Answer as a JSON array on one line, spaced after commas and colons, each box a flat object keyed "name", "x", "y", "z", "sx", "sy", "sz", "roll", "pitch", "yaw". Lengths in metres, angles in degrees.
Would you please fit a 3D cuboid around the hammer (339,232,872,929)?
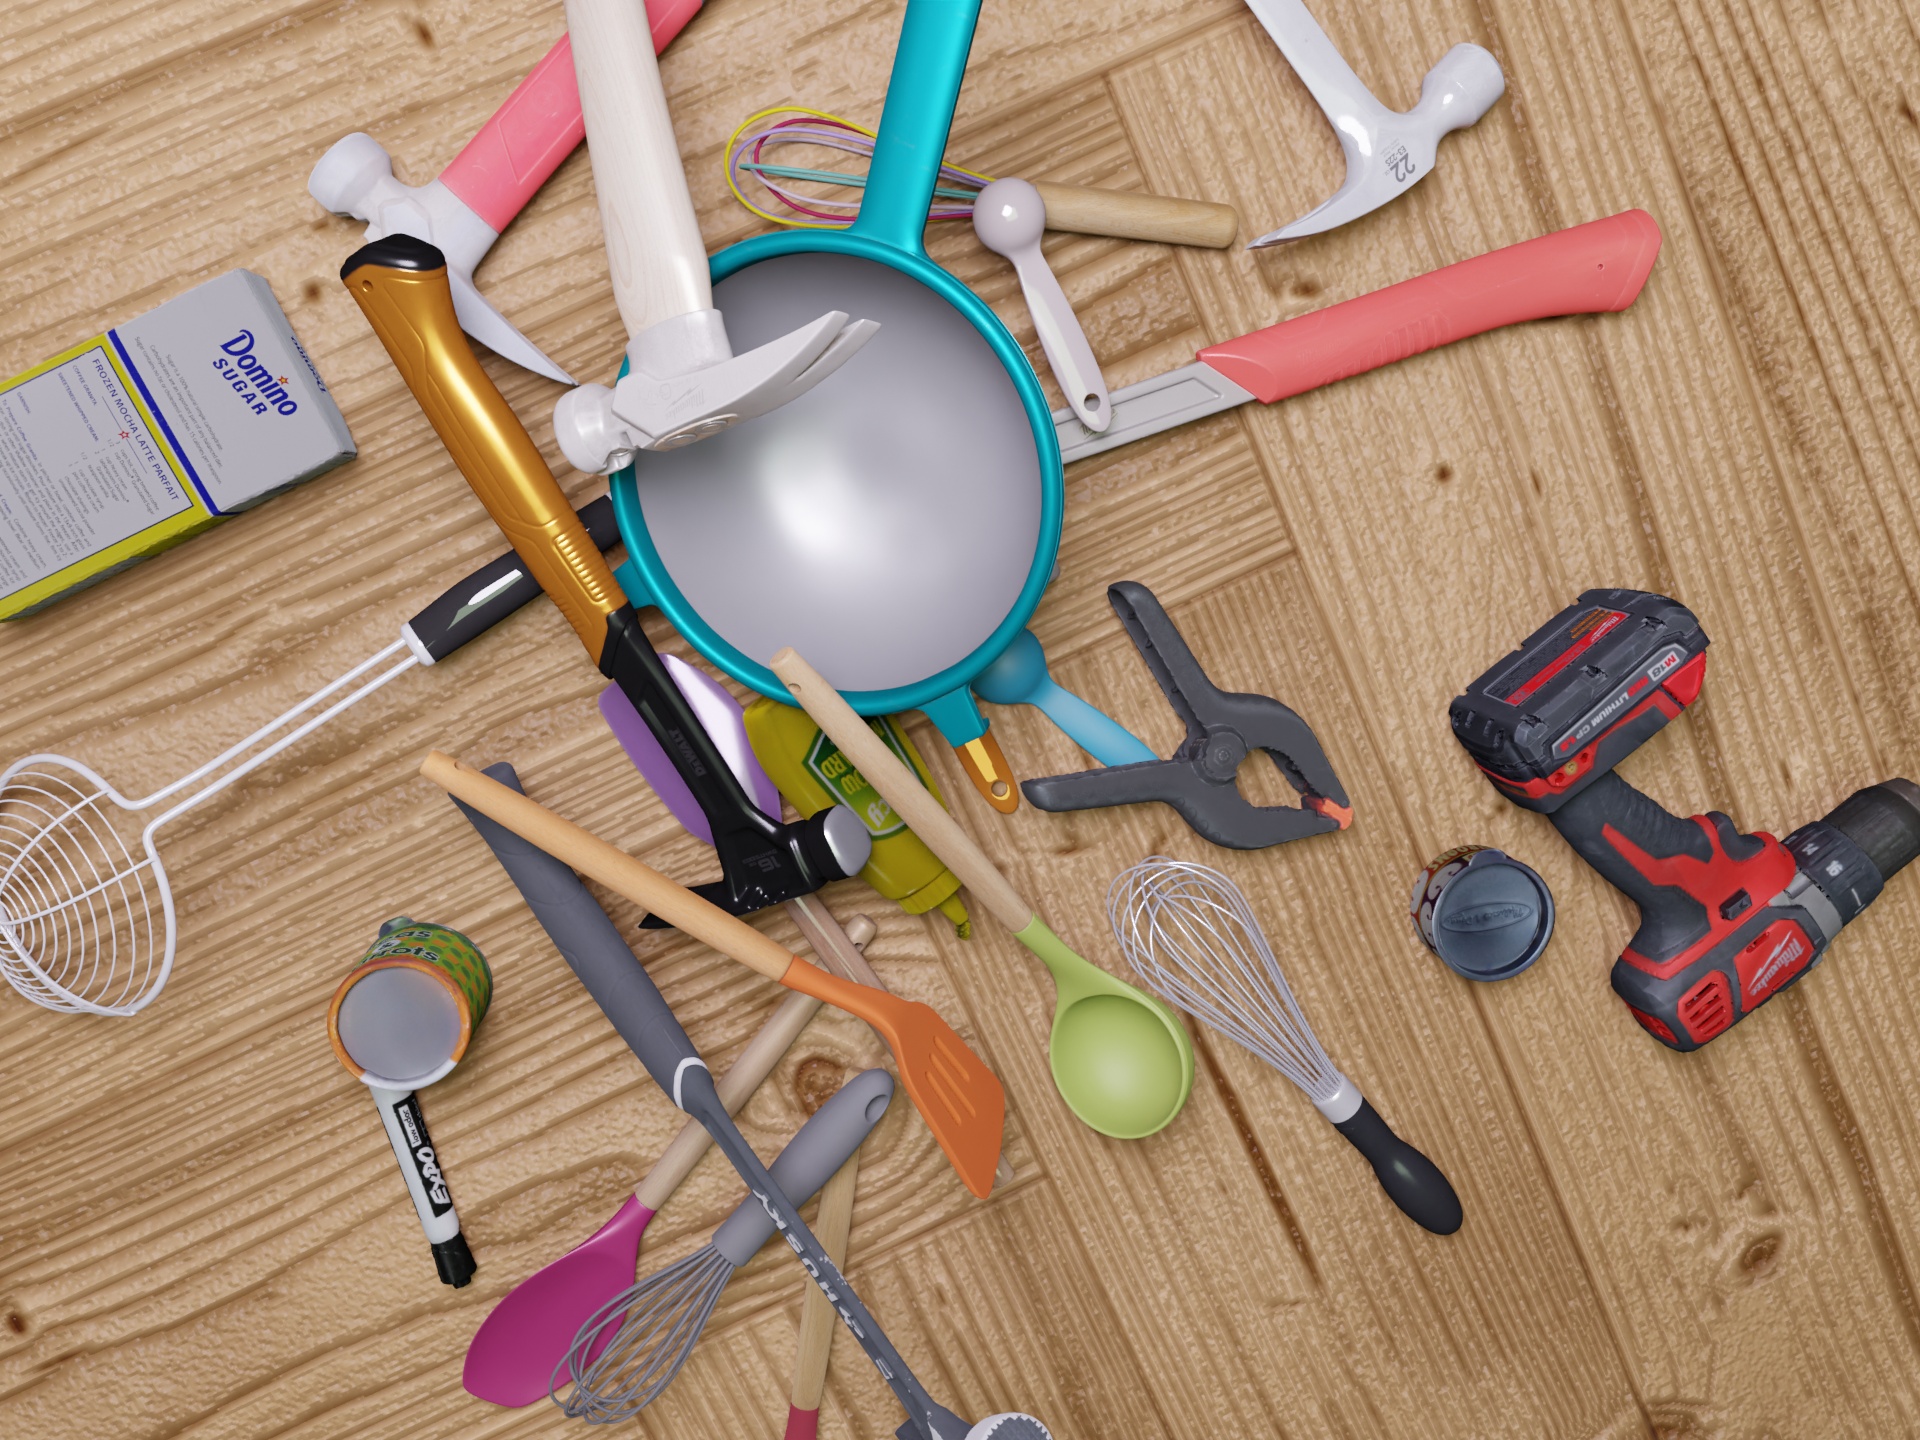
[{"name": "hammer", "x": -0.172, "y": -0.054, "z": 0.710, "sx": 0.127, "sy": 0.034, "sz": 0.336, "roll": -20, "pitch": 109, "yaw": 29}]

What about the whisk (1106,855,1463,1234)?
[{"name": "whisk", "x": 0.175, "y": 0.175, "z": 0.826, "sx": 0.070, "sy": 0.070, "sz": 0.284, "roll": -42, "pitch": 106, "yaw": 2}]

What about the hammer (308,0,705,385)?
[{"name": "hammer", "x": -0.111, "y": -0.333, "z": 0.718, "sx": 0.143, "sy": 0.038, "sz": 0.386, "roll": 42, "pitch": 93, "yaw": -12}]

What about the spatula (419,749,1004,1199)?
[{"name": "spatula", "x": -0.106, "y": 0.108, "z": 0.731, "sx": 0.322, "sy": 0.081, "sz": 0.041, "roll": 32, "pitch": 117, "yaw": -9}]

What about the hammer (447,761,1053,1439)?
[{"name": "hammer", "x": -0.113, "y": 0.185, "z": 0.736, "sx": 0.036, "sy": 0.149, "sz": 0.409, "roll": -32, "pitch": 80, "yaw": -31}]

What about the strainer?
[{"name": "strainer", "x": -0.029, "y": -0.171, "z": 0.693, "sx": 0.211, "sy": 0.095, "sz": 0.340, "roll": 21, "pitch": 114, "yaw": 11}]

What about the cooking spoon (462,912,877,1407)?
[{"name": "cooking spoon", "x": -0.145, "y": 0.226, "z": 0.814, "sx": 0.068, "sy": 0.017, "sz": 0.319, "roll": 37, "pitch": 93, "yaw": -31}]

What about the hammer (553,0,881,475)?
[{"name": "hammer", "x": -0.143, "y": -0.318, "z": 0.649, "sx": 0.146, "sy": 0.038, "sz": 0.411, "roll": -16, "pitch": 86, "yaw": 30}]

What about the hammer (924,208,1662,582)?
[{"name": "hammer", "x": 0.163, "y": -0.187, "z": 0.772, "sx": 0.359, "sy": 0.037, "sz": 0.149, "roll": -19, "pitch": 101, "yaw": -2}]

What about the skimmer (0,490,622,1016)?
[{"name": "skimmer", "x": -0.304, "y": 0.003, "z": 0.755, "sx": 0.363, "sy": 0.090, "sz": 0.127, "roll": -35, "pitch": 86, "yaw": -10}]

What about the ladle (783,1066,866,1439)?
[{"name": "ladle", "x": -0.077, "y": 0.335, "z": 0.837, "sx": 0.069, "sy": 0.031, "sz": 0.315, "roll": 8, "pitch": 97, "yaw": -6}]

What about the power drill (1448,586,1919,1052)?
[{"name": "power drill", "x": 0.381, "y": 0.038, "z": 0.814, "sx": 0.188, "sy": 0.080, "sz": 0.226, "roll": -39, "pitch": 104, "yaw": 1}]

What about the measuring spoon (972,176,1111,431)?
[{"name": "measuring spoon", "x": 0.043, "y": -0.190, "z": 0.731, "sx": 0.034, "sy": 0.018, "sz": 0.124, "roll": -27, "pitch": 104, "yaw": -6}]

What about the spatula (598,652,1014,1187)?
[{"name": "spatula", "x": -0.068, "y": 0.101, "z": 0.787, "sx": 0.060, "sy": 0.018, "sz": 0.316, "roll": -35, "pitch": 93, "yaw": 2}]

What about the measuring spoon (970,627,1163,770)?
[{"name": "measuring spoon", "x": 0.057, "y": -0.002, "z": 0.797, "sx": 0.128, "sy": 0.021, "sz": 0.042, "roll": 36, "pitch": 94, "yaw": -10}]

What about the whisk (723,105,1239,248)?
[{"name": "whisk", "x": 0.013, "y": -0.248, "z": 0.744, "sx": 0.245, "sy": 0.051, "sz": 0.047, "roll": 4, "pitch": 93, "yaw": -10}]

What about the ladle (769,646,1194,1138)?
[{"name": "ladle", "x": 0.011, "y": 0.088, "z": 0.748, "sx": 0.078, "sy": 0.062, "sz": 0.319, "roll": -20, "pitch": 124, "yaw": 33}]

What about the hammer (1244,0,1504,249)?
[{"name": "hammer", "x": 0.078, "y": -0.392, "z": 0.701, "sx": 0.144, "sy": 0.035, "sz": 0.405, "roll": -45, "pitch": 107, "yaw": -7}]

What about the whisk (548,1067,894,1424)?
[{"name": "whisk", "x": -0.118, "y": 0.264, "z": 0.800, "sx": 0.055, "sy": 0.055, "sz": 0.239, "roll": 42, "pitch": 91, "yaw": -11}]

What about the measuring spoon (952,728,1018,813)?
[{"name": "measuring spoon", "x": -0.001, "y": -0.003, "z": 0.796, "sx": 0.021, "sy": 0.011, "sz": 0.117, "roll": -30, "pitch": 101, "yaw": -1}]
